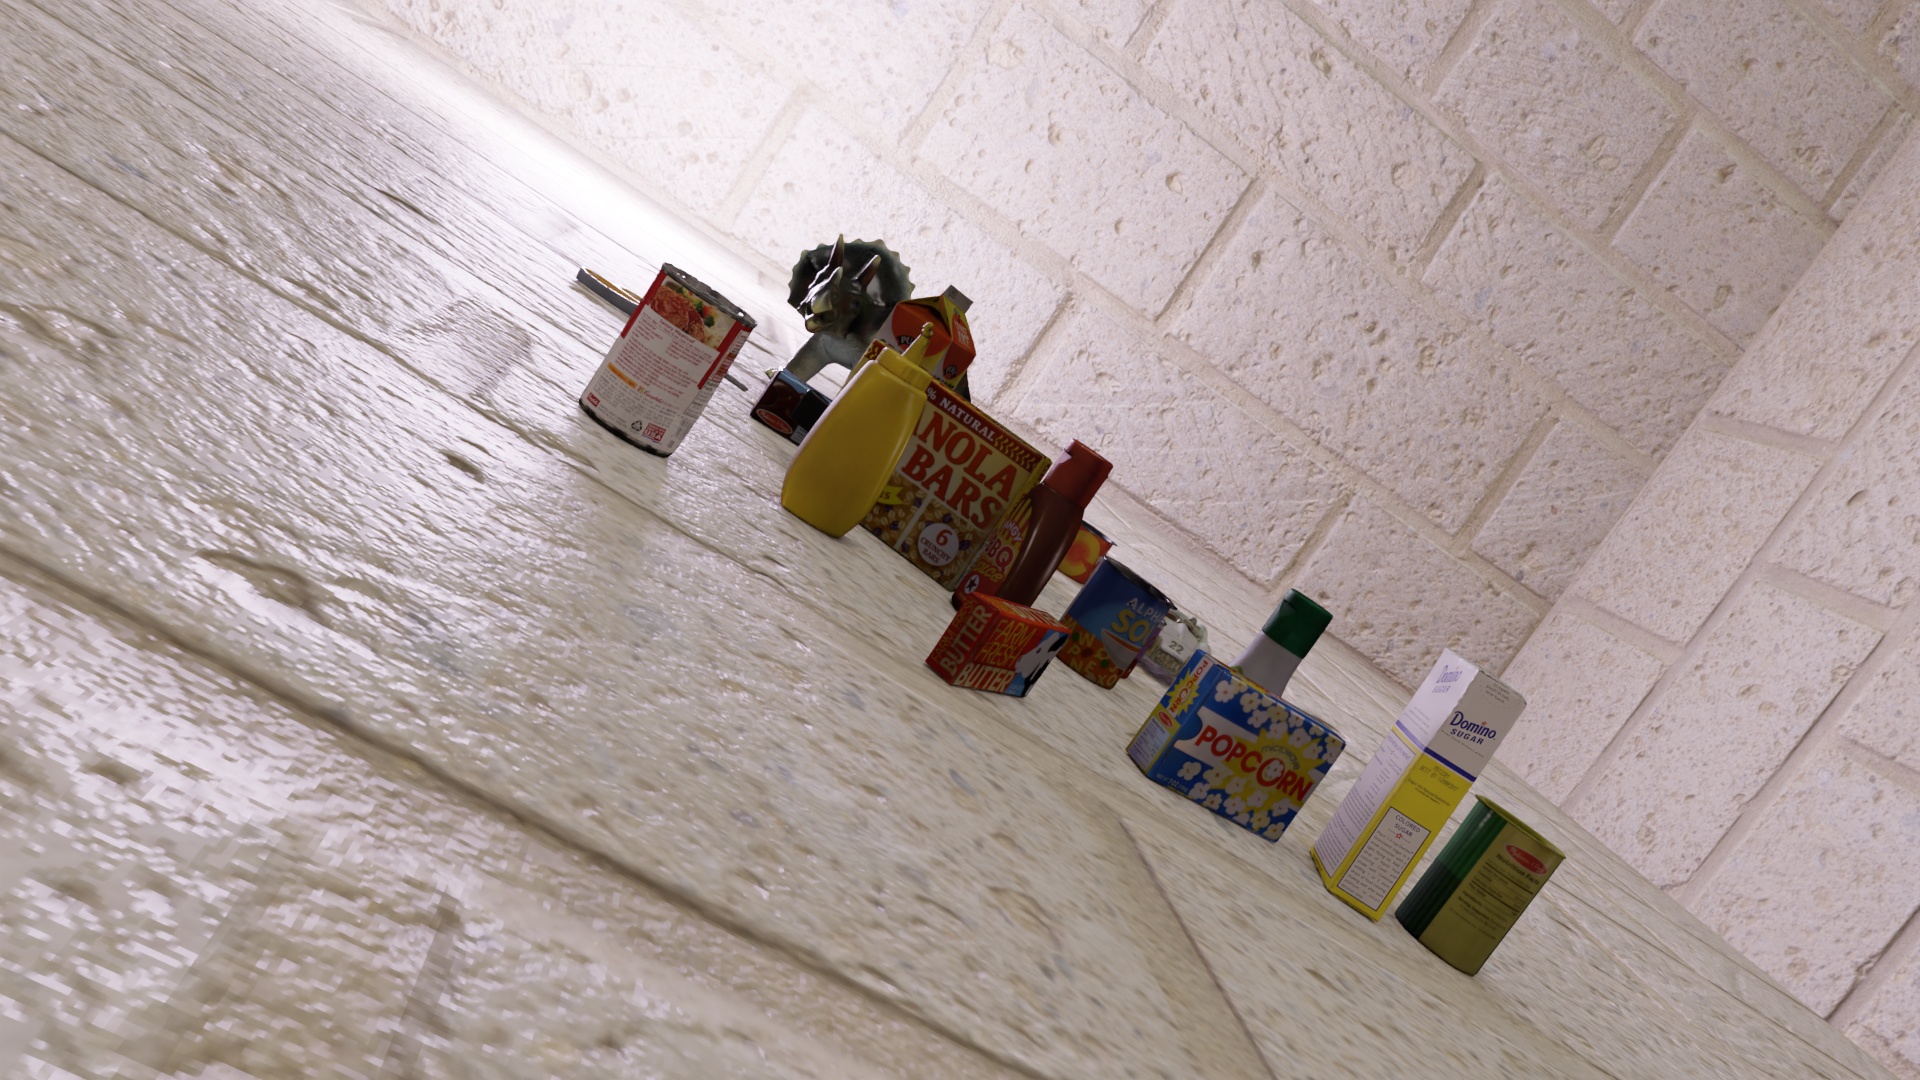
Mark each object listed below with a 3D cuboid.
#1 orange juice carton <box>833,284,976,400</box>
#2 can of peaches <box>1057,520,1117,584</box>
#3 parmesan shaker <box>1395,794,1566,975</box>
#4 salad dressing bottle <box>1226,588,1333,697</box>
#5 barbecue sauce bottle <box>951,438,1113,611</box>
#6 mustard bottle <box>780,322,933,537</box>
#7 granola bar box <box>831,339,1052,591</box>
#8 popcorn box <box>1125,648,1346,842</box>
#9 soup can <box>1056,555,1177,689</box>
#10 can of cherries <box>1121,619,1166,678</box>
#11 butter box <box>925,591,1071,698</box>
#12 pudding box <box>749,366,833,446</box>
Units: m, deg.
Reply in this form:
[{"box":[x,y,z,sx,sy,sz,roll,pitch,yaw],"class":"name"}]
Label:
[{"box":[-0.051,-0.160,1.349,0.073,0.192,0.072,37,8,19],"class":"orange juice carton"},{"box":[0.132,0.010,1.567,0.071,0.058,0.071,34,8,-5],"class":"can of peaches"},{"box":[0.353,0.235,0.954,0.071,0.103,0.071,34,7,-5],"class":"parmesan shaker"},{"box":[0.208,0.103,0.992,0.044,0.147,0.064,30,9,-33],"class":"salad dressing bottle"},{"box":[0.053,-0.002,0.989,0.043,0.148,0.065,31,8,-27],"class":"barbecue sauce bottle"},{"box":[-0.061,-0.081,0.954,0.065,0.160,0.049,33,7,-13],"class":"mustard bottle"},{"box":[-0.032,-0.058,1.066,0.166,0.124,0.039,36,8,14],"class":"granola bar box"},{"box":[0.183,0.137,0.918,0.126,0.085,0.038,30,8,-28],"class":"popcorn box"},{"box":[0.117,0.065,1.081,0.071,0.083,0.071,34,8,-5],"class":"soup can"},{"box":[0.131,0.075,1.174,0.071,0.058,0.071,34,8,-5],"class":"can of cherries"},{"box":[0.024,0.063,0.829,0.024,0.053,0.103,38,9,29],"class":"butter box"},{"box":[-0.137,-0.110,1.222,0.083,0.049,0.030,32,8,-16],"class":"pudding box"}]
